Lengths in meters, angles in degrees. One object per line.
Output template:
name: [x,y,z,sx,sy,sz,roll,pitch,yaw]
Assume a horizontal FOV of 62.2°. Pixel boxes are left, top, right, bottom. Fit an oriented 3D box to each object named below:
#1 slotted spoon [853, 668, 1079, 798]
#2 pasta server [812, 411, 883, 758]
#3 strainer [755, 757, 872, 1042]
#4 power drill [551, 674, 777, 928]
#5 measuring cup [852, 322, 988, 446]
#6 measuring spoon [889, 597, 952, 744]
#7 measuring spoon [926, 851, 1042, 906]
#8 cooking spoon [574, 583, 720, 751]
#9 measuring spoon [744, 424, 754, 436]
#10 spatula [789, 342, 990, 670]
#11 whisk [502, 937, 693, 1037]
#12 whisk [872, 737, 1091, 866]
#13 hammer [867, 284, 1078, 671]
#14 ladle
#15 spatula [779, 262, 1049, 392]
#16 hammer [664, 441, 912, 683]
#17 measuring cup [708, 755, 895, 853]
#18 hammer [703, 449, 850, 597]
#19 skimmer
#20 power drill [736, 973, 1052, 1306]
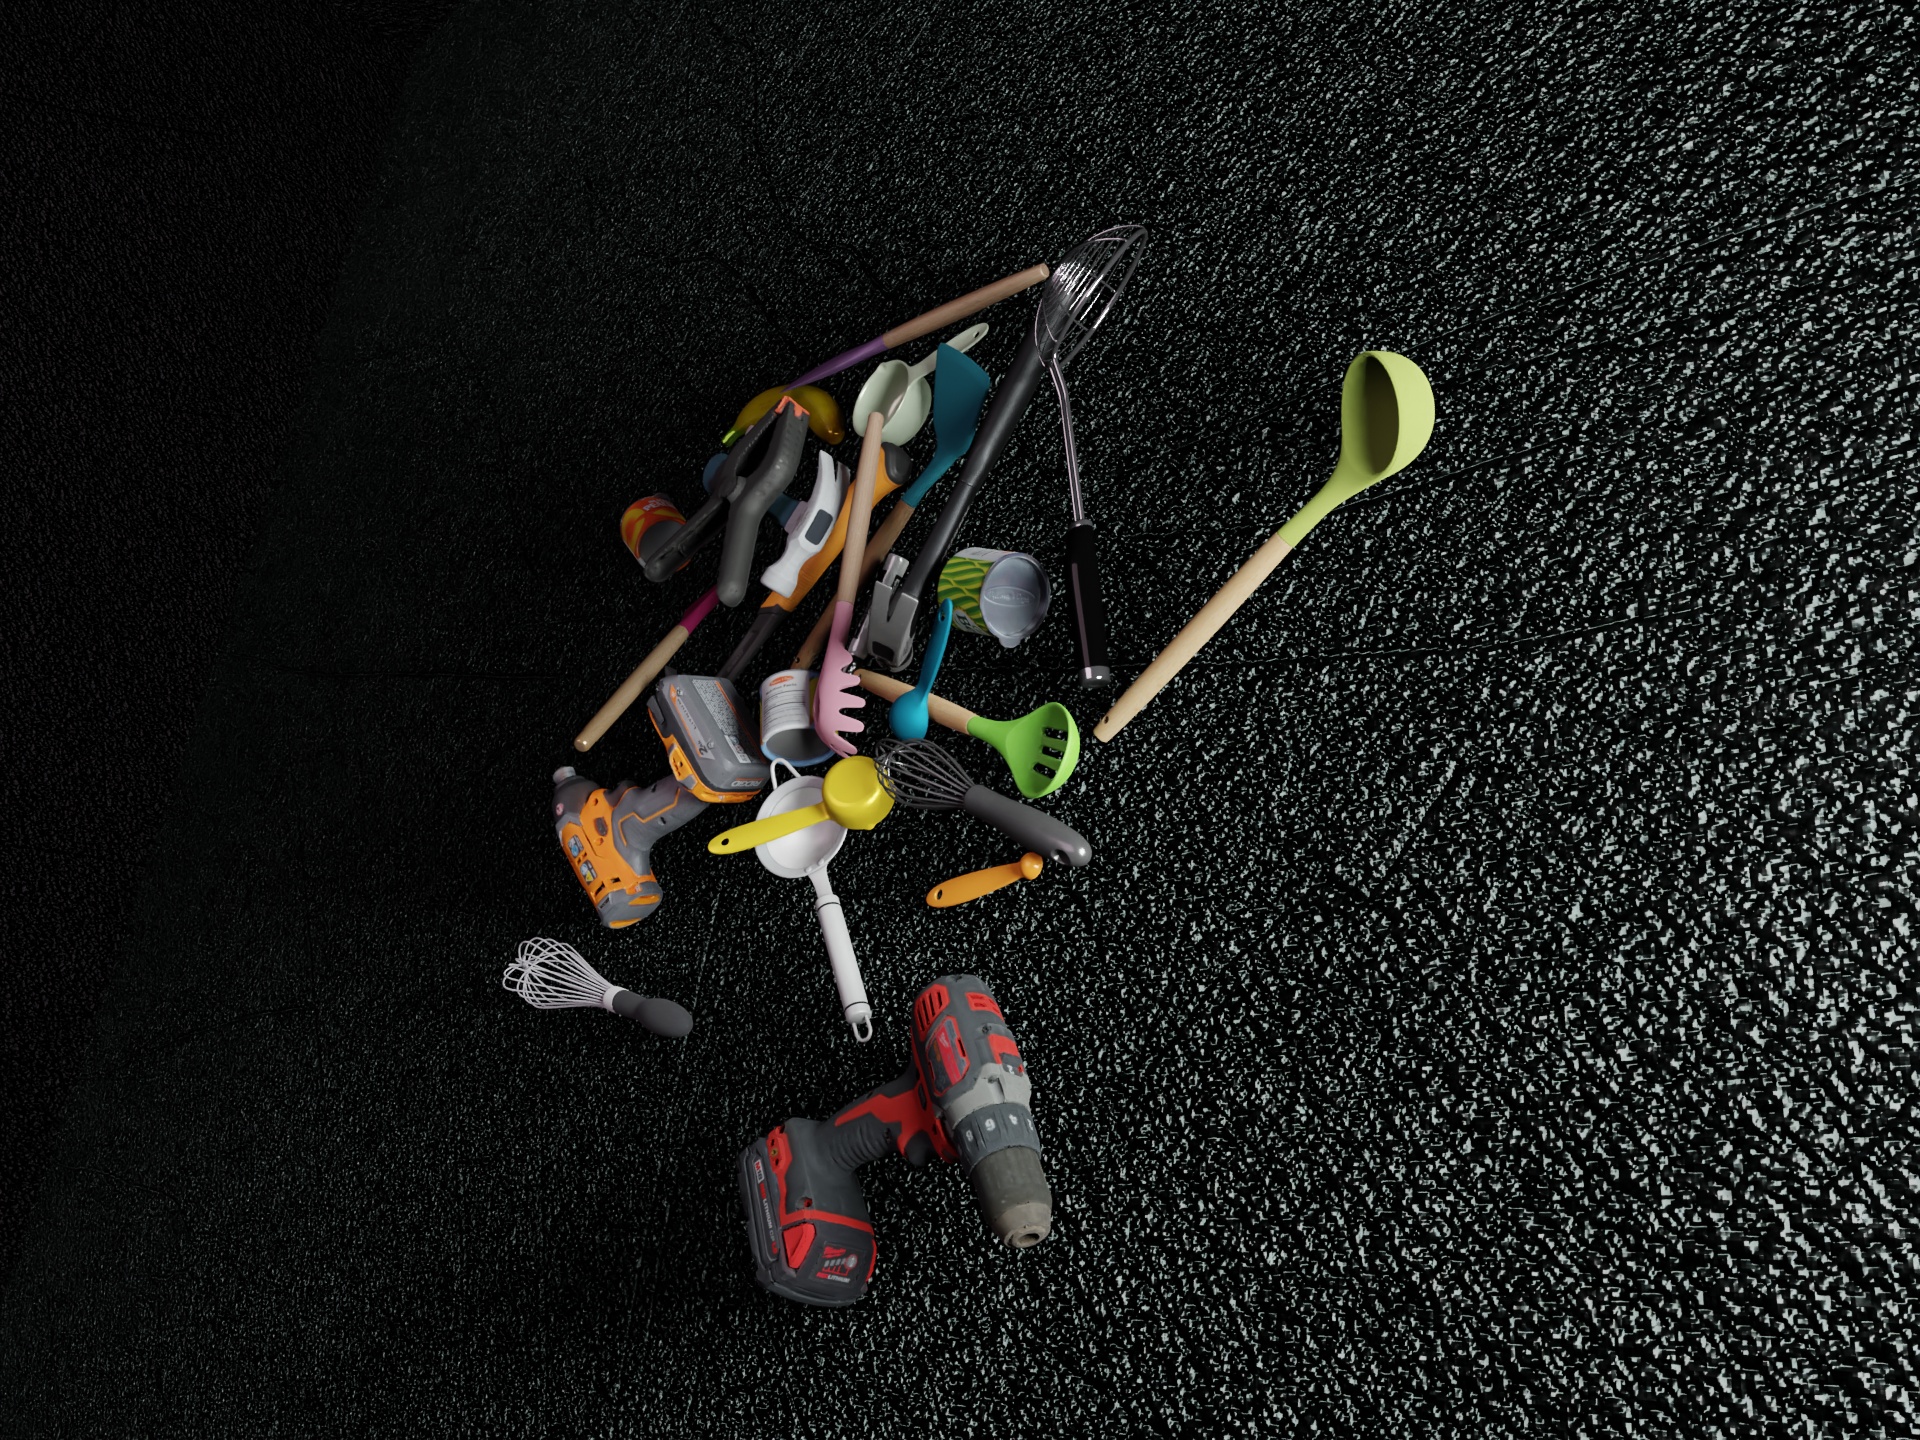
slotted spoon: [-0.002,-0.004,1.217,0.314,0.031,0.070,22,94,55]
pasta server: [-0.085,-0.119,1.332,0.060,0.040,0.316,126,154,-66]
strainer: [-0.106,0.140,1.246,0.087,0.050,0.259,-29,52,11]
power drill: [-0.283,0.059,1.435,0.226,0.084,0.164,-45,65,25]
measuring cup: [-0.027,-0.299,1.408,0.167,0.038,0.083,-27,51,36]
measuring spoon: [-0.032,-0.038,1.217,0.042,0.021,0.128,52,134,45]
measuring spoon: [0.014,0.115,1.141,0.117,0.011,0.021,-23,53,41]
cooking spoon: [-0.268,-0.067,1.458,0.069,0.017,0.319,-30,18,37]
measuring spoon: [-0.216,-0.246,1.535,0.034,0.018,0.124,-34,37,38]
spatula: [-0.068,-0.171,1.377,0.317,0.044,0.082,-56,47,13]
whisk: [-0.326,0.246,1.438,0.285,0.070,0.070,6,74,46]
whisk: [0.012,0.061,1.151,0.239,0.055,0.055,24,89,48]
hammer: [0.012,-0.201,1.265,0.335,0.035,0.146,-64,-4,-10]
ladle: [0.184,-0.103,1.031,0.320,0.062,0.078,-49,37,23]
spatula: [-0.047,-0.357,1.457,0.316,0.018,0.060,-13,23,39]
hammer: [-0.159,-0.122,1.464,0.337,0.034,0.127,-50,41,18]
measuring cup: [-0.128,0.071,1.254,0.156,0.029,0.062,-19,56,0]
hammer: [-0.188,-0.211,1.514,0.128,0.033,0.331,-57,29,2]
skimmer: [0.111,-0.198,1.179,0.127,0.090,0.363,116,152,-69]
power drill: [-0.038,0.299,1.048,0.226,0.080,0.188,-43,42,21]
